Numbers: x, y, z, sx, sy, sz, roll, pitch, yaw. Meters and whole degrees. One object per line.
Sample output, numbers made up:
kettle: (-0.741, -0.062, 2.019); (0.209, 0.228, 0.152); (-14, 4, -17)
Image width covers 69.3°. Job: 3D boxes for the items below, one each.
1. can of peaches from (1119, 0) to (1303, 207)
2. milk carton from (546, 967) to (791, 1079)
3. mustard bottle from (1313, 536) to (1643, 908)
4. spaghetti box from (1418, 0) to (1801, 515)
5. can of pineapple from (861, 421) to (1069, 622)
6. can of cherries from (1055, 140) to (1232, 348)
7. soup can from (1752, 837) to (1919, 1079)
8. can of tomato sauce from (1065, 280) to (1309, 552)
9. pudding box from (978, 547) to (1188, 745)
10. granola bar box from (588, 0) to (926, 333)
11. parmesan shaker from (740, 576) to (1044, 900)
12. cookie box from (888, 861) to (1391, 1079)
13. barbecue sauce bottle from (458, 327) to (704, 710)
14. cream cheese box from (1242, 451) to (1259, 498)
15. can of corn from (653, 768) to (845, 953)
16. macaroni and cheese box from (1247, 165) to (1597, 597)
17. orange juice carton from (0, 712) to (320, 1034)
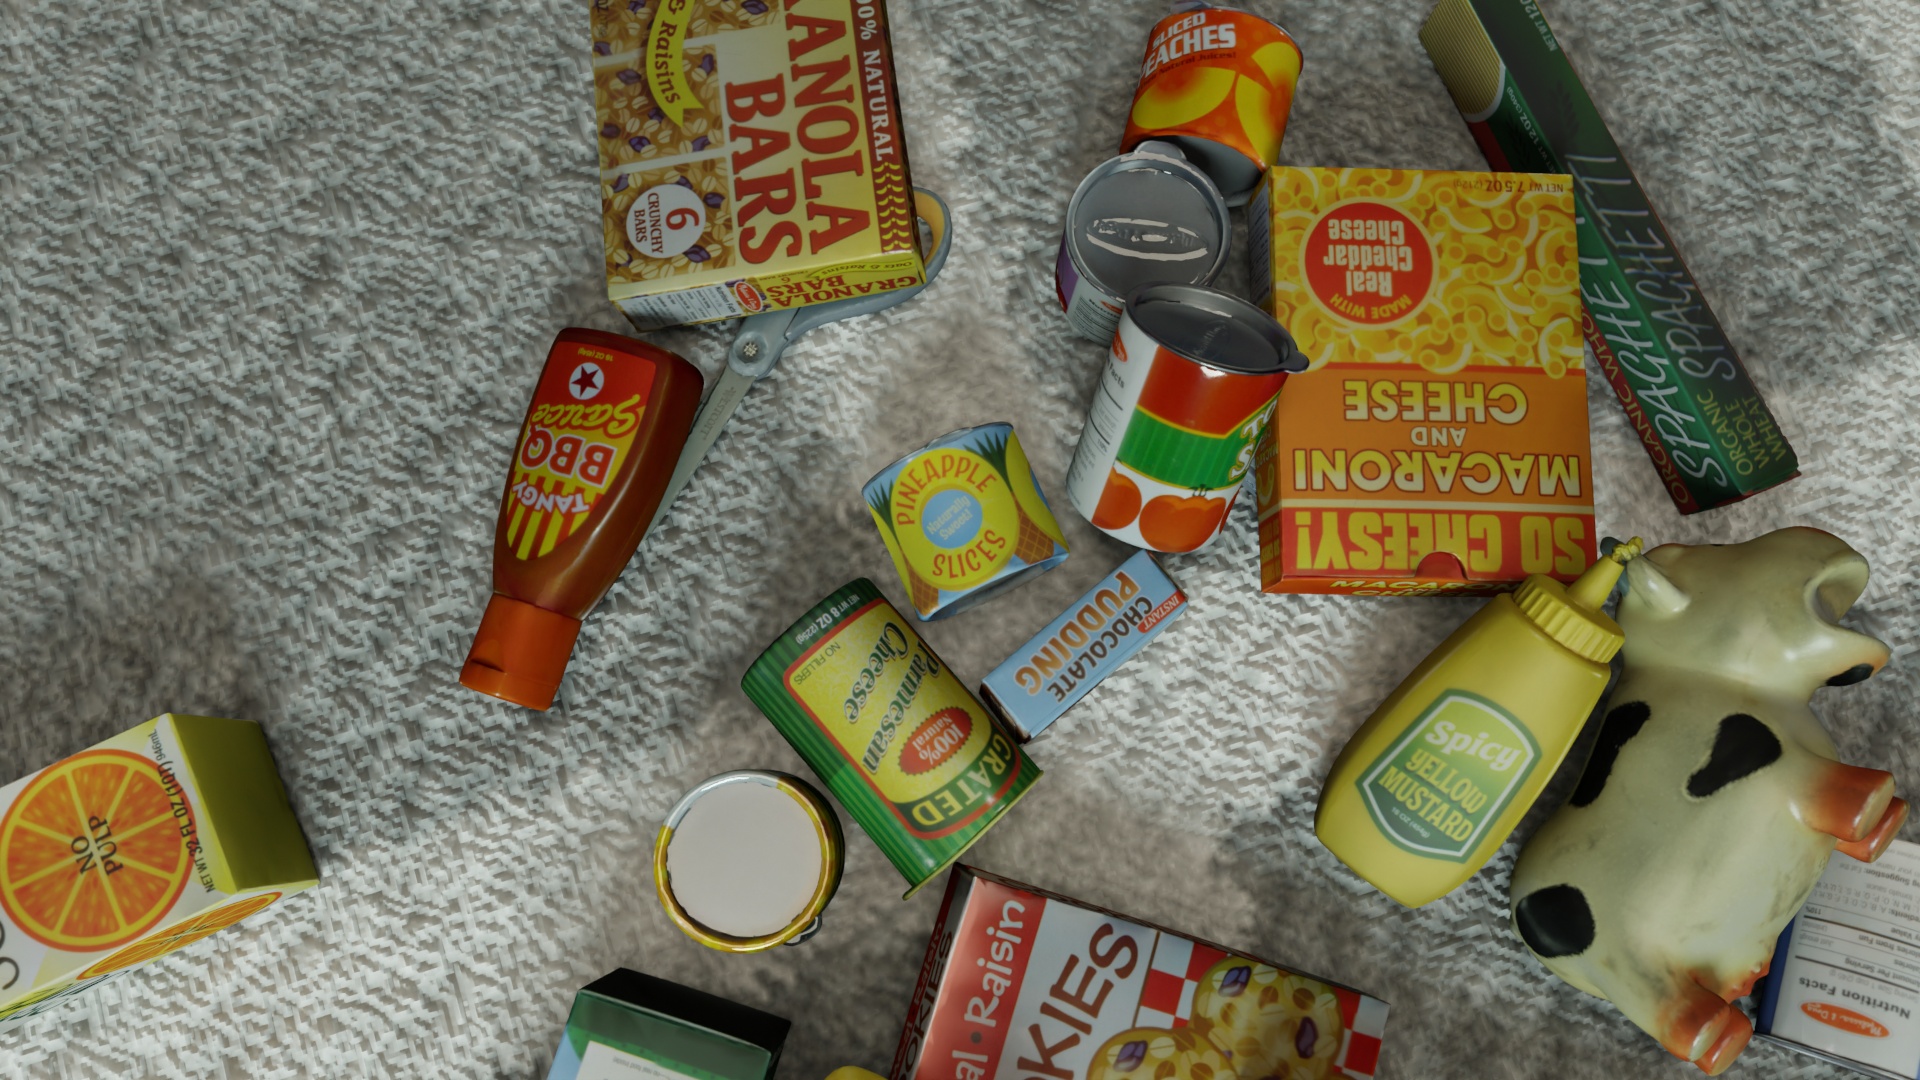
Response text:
can of peaches: (0.103, -0.181, 0.582); (0.071, 0.071, 0.058); (15, 80, 1)
milk carton: (-0.127, 0.258, 0.489); (0.073, 0.072, 0.191); (18, 78, 2)
mustard bottle: (0.197, 0.062, 0.516); (0.065, 0.049, 0.159); (35, 110, 11)
spaghetti box: (0.270, -0.128, 0.587); (0.029, 0.050, 0.250); (-24, 81, -4)
can of pineapple: (0.002, -0.007, 0.545); (0.071, 0.071, 0.058); (-24, 81, -6)
can of cherries: (0.075, -0.120, 0.575); (0.071, 0.058, 0.071); (0, 79, -1)
soup can: (0.346, 0.159, 0.528); (0.071, 0.071, 0.084); (19, 79, 2)
can of tomato sauce: (0.084, -0.046, 0.531); (0.071, 0.082, 0.071); (11, 35, -8)
pudding box: (0.048, 0.043, 0.547); (0.084, 0.049, 0.030); (-39, 81, -8)
granola bar box: (-0.086, -0.176, 0.579); (0.124, 0.039, 0.166); (-9, 74, 4)
parmesan shaker: (-0.029, 0.074, 0.529); (0.071, 0.071, 0.103); (-42, 83, -8)
cookie box: (0.060, 0.204, 0.511); (0.167, 0.040, 0.123); (19, 79, -7)
barbecue sauce bottle: (-0.155, -0.008, 0.552); (0.065, 0.043, 0.148); (14, 80, 21)
cream cheese box: (0.170, -0.045, 0.581); (0.104, 0.024, 0.053); (-44, 83, -9)
can of corn: (-0.077, 0.122, 0.523); (0.071, 0.058, 0.071); (0, 79, -1)
macaroni and cheese box: (0.180, -0.062, 0.550); (0.124, 0.040, 0.166); (1, 80, -2)
orange juice carton: (-0.349, 0.136, 0.505); (0.193, 0.073, 0.072); (-25, 81, -6)
